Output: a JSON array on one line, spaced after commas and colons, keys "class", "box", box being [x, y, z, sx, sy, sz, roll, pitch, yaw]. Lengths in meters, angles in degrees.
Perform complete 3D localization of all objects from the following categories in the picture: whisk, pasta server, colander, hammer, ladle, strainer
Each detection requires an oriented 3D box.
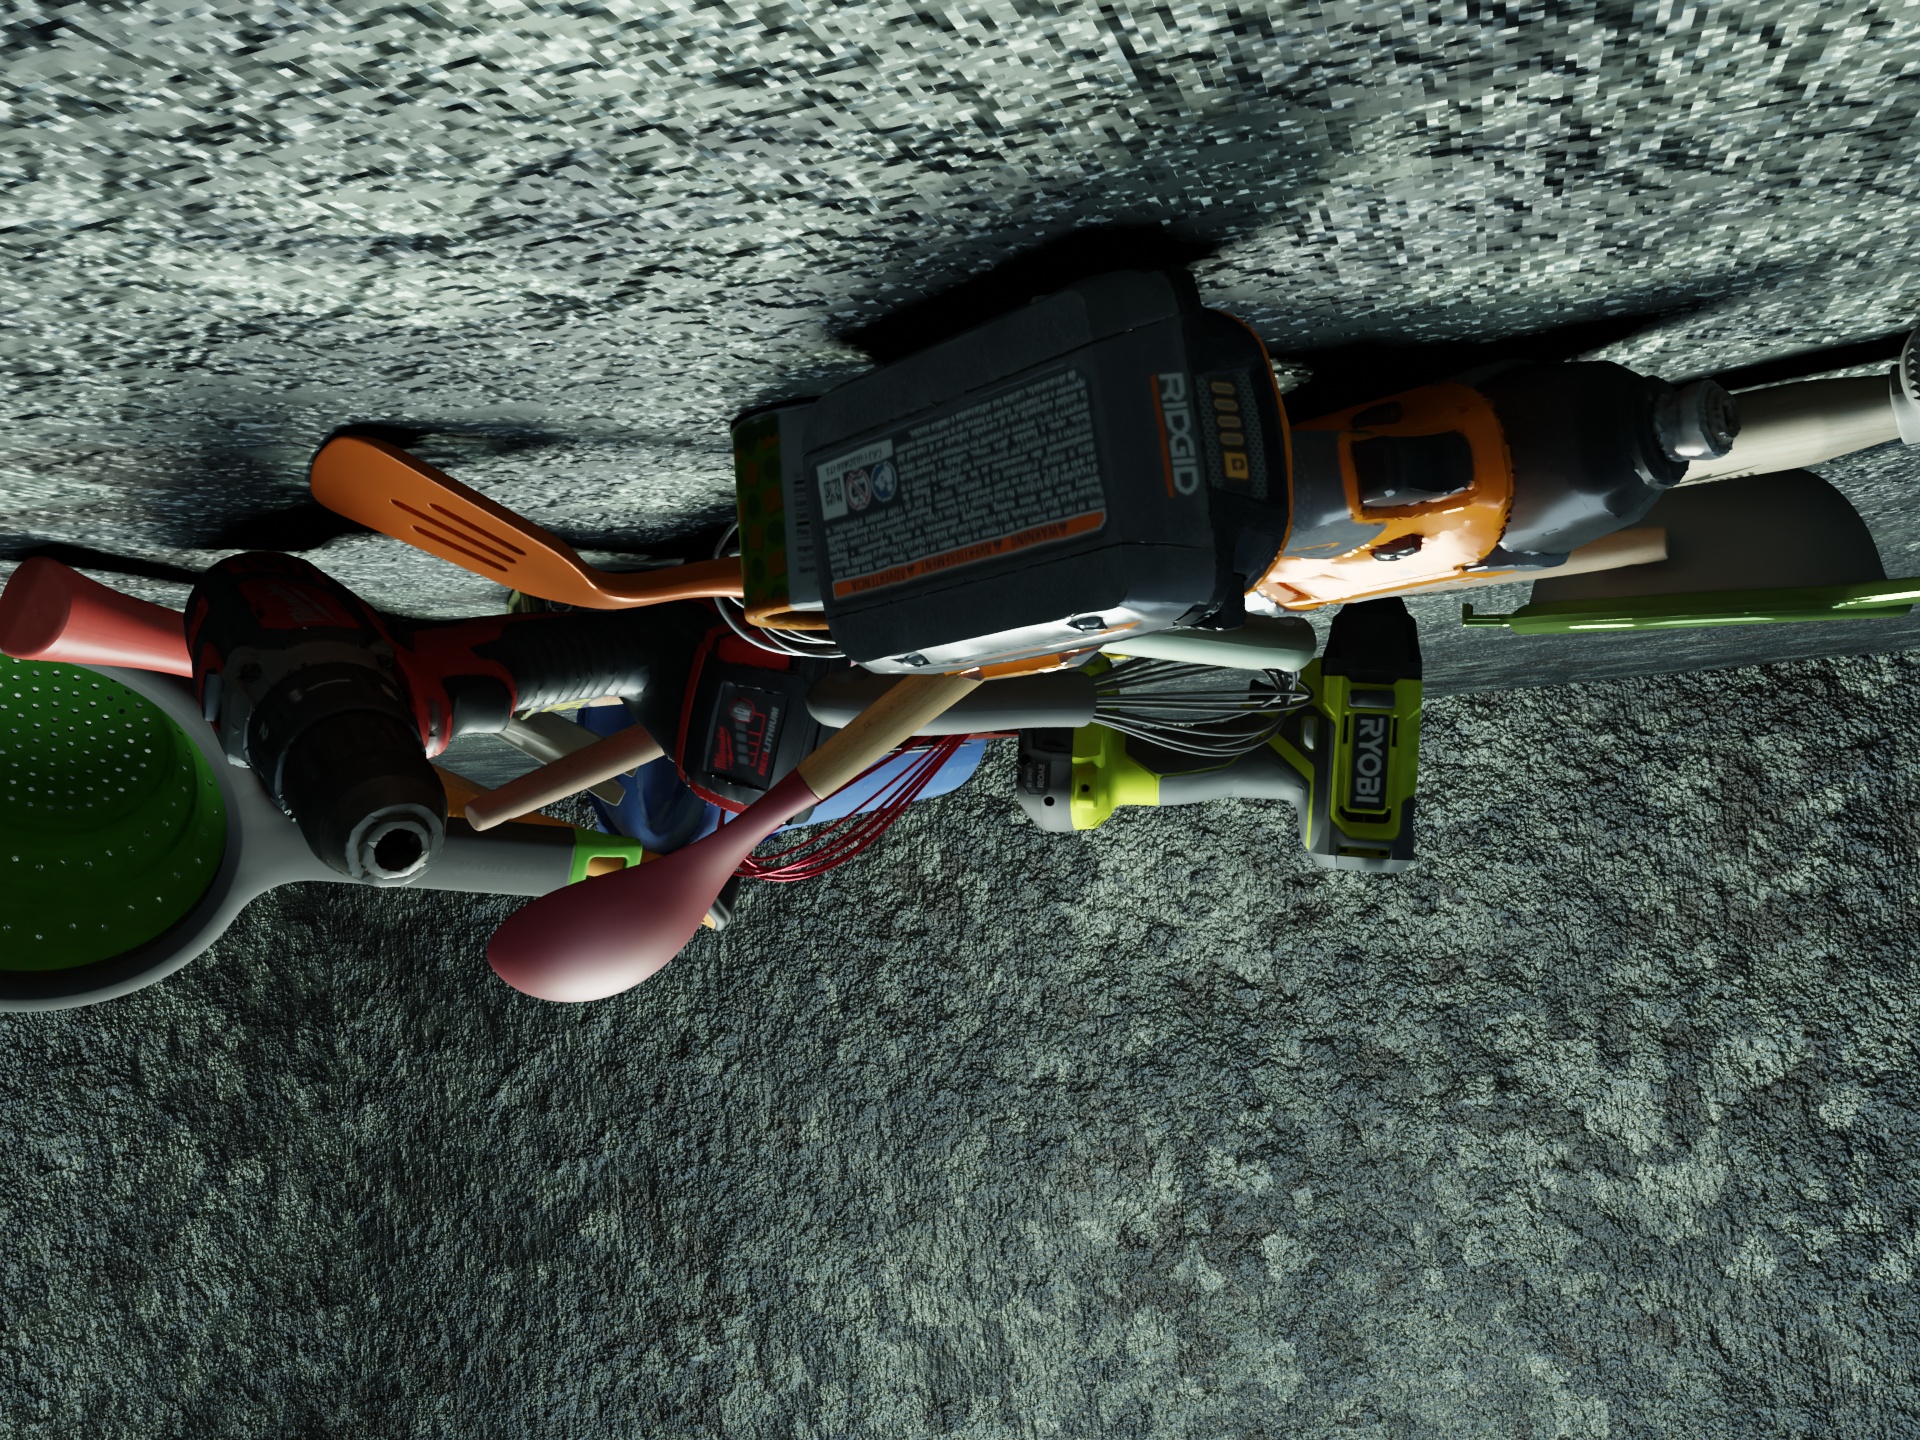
[{"class": "whisk", "box": [0.047, -0.011, 0.650, 0.239, 0.055, 0.055, -1, 175, -29]}, {"class": "pasta server", "box": [-0.089, -0.009, 0.758, 0.316, 0.040, 0.060, -27, 180, -38]}, {"class": "whisk", "box": [0.027, -0.043, 0.612, 0.246, 0.059, 0.058, 6, -164, -17]}, {"class": "colander", "box": [-0.358, 0.037, 0.775, 0.397, 0.204, 0.095, 7, -155, -22]}, {"class": "hammer", "box": [-0.279, -0.015, 0.725, 0.149, 0.037, 0.359, 26, 179, 13]}, {"class": "hammer", "box": [-0.283, 0.051, 0.860, 0.337, 0.034, 0.127, 18, 150, -3]}, {"class": "hammer", "box": [0.173, -0.083, 0.602, 0.411, 0.038, 0.146, -7, 178, 37]}, {"class": "whisk", "box": [-0.001, -0.003, 0.832, 0.296, 0.073, 0.073, -30, -176, -16]}, {"class": "ladle", "box": [-0.032, 0.006, 0.556, 0.315, 0.031, 0.069, -37, 146, 3]}, {"class": "strainer", "box": [0.324, -0.072, 0.608, 0.151, 0.069, 0.256, -3, 180, -21]}]

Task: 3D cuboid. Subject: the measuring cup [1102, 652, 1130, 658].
[{"class": "measuring cup", "box": [0.073, -0.042, 0.763, 0.062, 0.029, 0.157, -14, -163, 4]}]

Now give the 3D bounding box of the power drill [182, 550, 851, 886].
[{"class": "power drill", "box": [-0.154, -0.003, 0.588, 0.226, 0.080, 0.188, -1, -154, -36]}]

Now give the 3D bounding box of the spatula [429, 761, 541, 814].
[{"class": "spatula", "box": [-0.312, 0.044, 0.979, 0.318, 0.082, 0.044, 21, 150, 28]}]

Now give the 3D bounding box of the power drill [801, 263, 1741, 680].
[{"class": "power drill", "box": [0.091, -0.065, 0.428, 0.226, 0.084, 0.164, -8, 179, -42]}]

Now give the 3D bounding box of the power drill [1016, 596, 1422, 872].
[{"class": "power drill", "box": [0.151, -0.006, 0.919, 0.223, 0.171, 0.080, 3, 178, 11]}]

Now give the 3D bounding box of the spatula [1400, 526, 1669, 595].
[{"class": "spatula", "box": [0.130, -0.056, 0.678, 0.316, 0.018, 0.059, -4, -173, 30]}]

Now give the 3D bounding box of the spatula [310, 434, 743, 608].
[{"class": "spatula", "box": [-0.046, -0.057, 0.539, 0.322, 0.041, 0.081, 0, 174, -28]}]
